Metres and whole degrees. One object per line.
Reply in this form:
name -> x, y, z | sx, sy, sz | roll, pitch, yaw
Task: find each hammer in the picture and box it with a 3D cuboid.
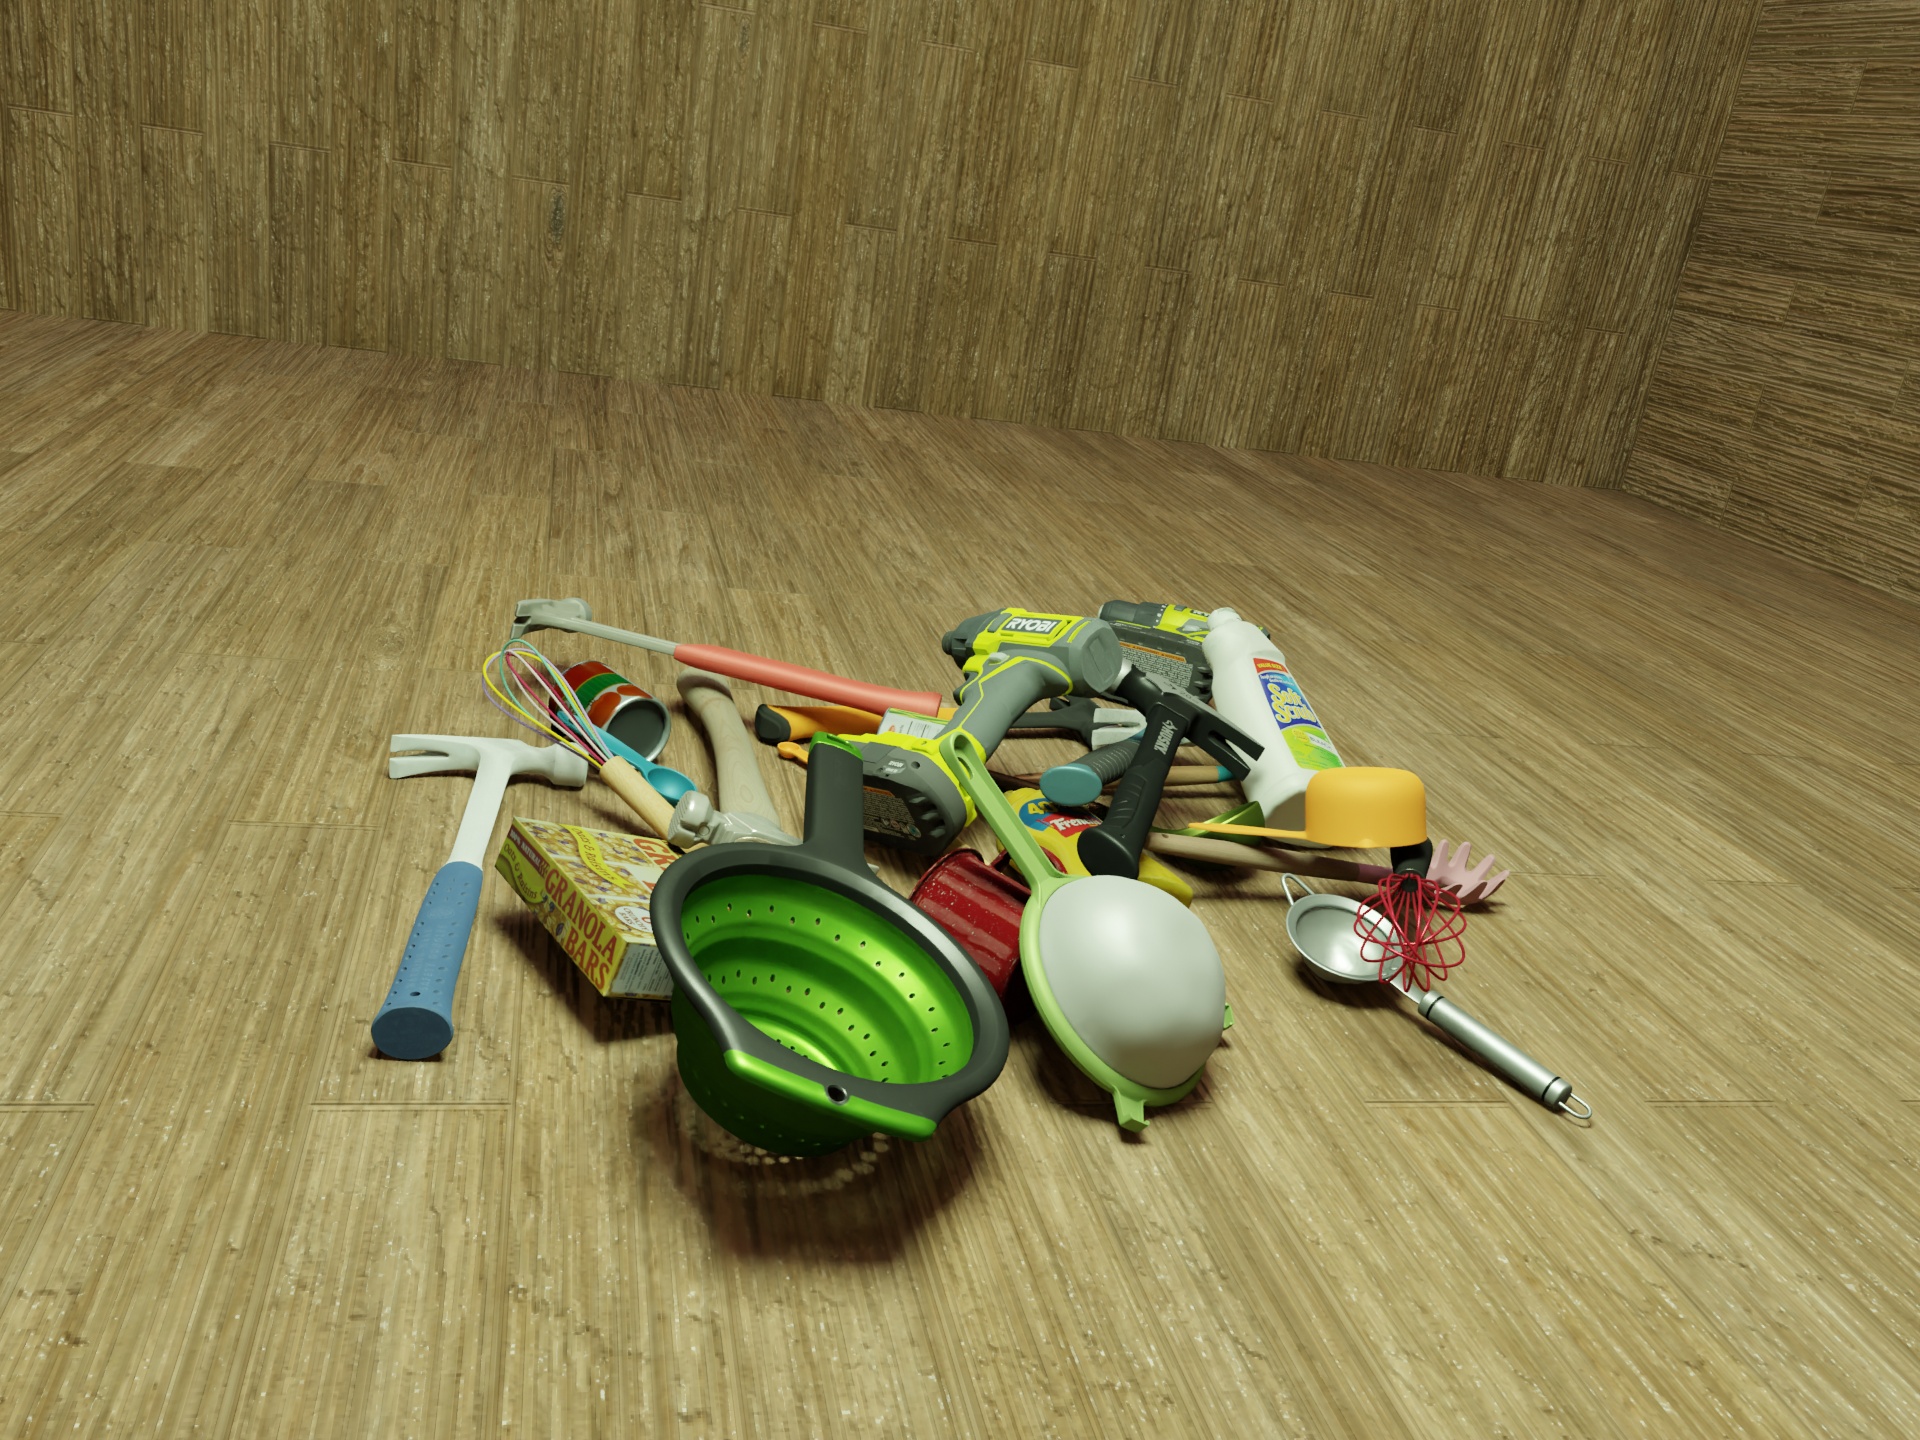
hammer -> -0.331, 0.095, 1.041 | 0.144, 0.035, 0.406 | 5, 20, -11
hammer -> -0.170, 0.033, 1.256 | 0.146, 0.038, 0.411 | 23, 11, -20
hammer -> 0.141, 0.042, 1.161 | 0.146, 0.035, 0.335 | 31, 24, 3
hammer -> 0.139, 0.027, 1.312 | 0.128, 0.033, 0.331 | 8, 10, 21
hammer -> -0.194, -0.047, 1.352 | 0.359, 0.036, 0.149 | 14, 7, 2
hammer -> -0.025, -0.003, 1.447 | 0.336, 0.034, 0.127 | -1, 23, -25

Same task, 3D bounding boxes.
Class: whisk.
whisk -> -0.270, 0.019, 1.179 | 0.245, 0.051, 0.047 | 40, 14, 22
whisk -> 0.312, 0.120, 1.103 | 0.073, 0.073, 0.296 | 14, 14, 13

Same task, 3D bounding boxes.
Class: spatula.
spatula -> 0.199, 0.059, 1.394 | 0.317, 0.044, 0.082 | -1, 23, -13

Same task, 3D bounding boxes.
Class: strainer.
strainer -> 0.306, 0.188, 1.060 | 0.087, 0.050, 0.259 | -16, 36, -35
strainer -> 0.081, 0.102, 0.942 | 0.256, 0.069, 0.151 | 55, 35, 5

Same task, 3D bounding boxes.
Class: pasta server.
pasta server -> 0.282, 0.106, 1.220 | 0.316, 0.040, 0.060 | 10, 25, -22

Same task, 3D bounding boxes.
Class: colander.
colander -> -0.089, 0.126, 0.917 | 0.204, 0.094, 0.397 | 23, 22, -14

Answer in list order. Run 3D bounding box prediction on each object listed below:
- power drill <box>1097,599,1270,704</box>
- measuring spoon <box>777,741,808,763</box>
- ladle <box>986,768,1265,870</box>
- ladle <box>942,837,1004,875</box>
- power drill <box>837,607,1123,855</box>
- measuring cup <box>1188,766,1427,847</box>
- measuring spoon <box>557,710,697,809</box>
power drill -> 0.215, -0.078, 1.699 | 0.190, 0.080, 0.228 | 16, 18, 18
measuring spoon -> -0.109, 0.045, 1.319 | 0.117, 0.011, 0.021 | 27, 27, 33
ladle -> 0.093, 0.058, 1.303 | 0.320, 0.062, 0.078 | 16, 18, 25
ladle -> 0.018, 0.109, 1.146 | 0.031, 0.069, 0.316 | -29, 28, -18
power drill -> -0.002, -0.004, 1.225 | 0.171, 0.080, 0.223 | 9, 44, 46
measuring cup -> 0.257, 0.061, 1.180 | 0.173, 0.052, 0.095 | 2, 5, 13
measuring spoon -> -0.260, 0.033, 1.222 | 0.128, 0.021, 0.042 | 31, 22, 10
